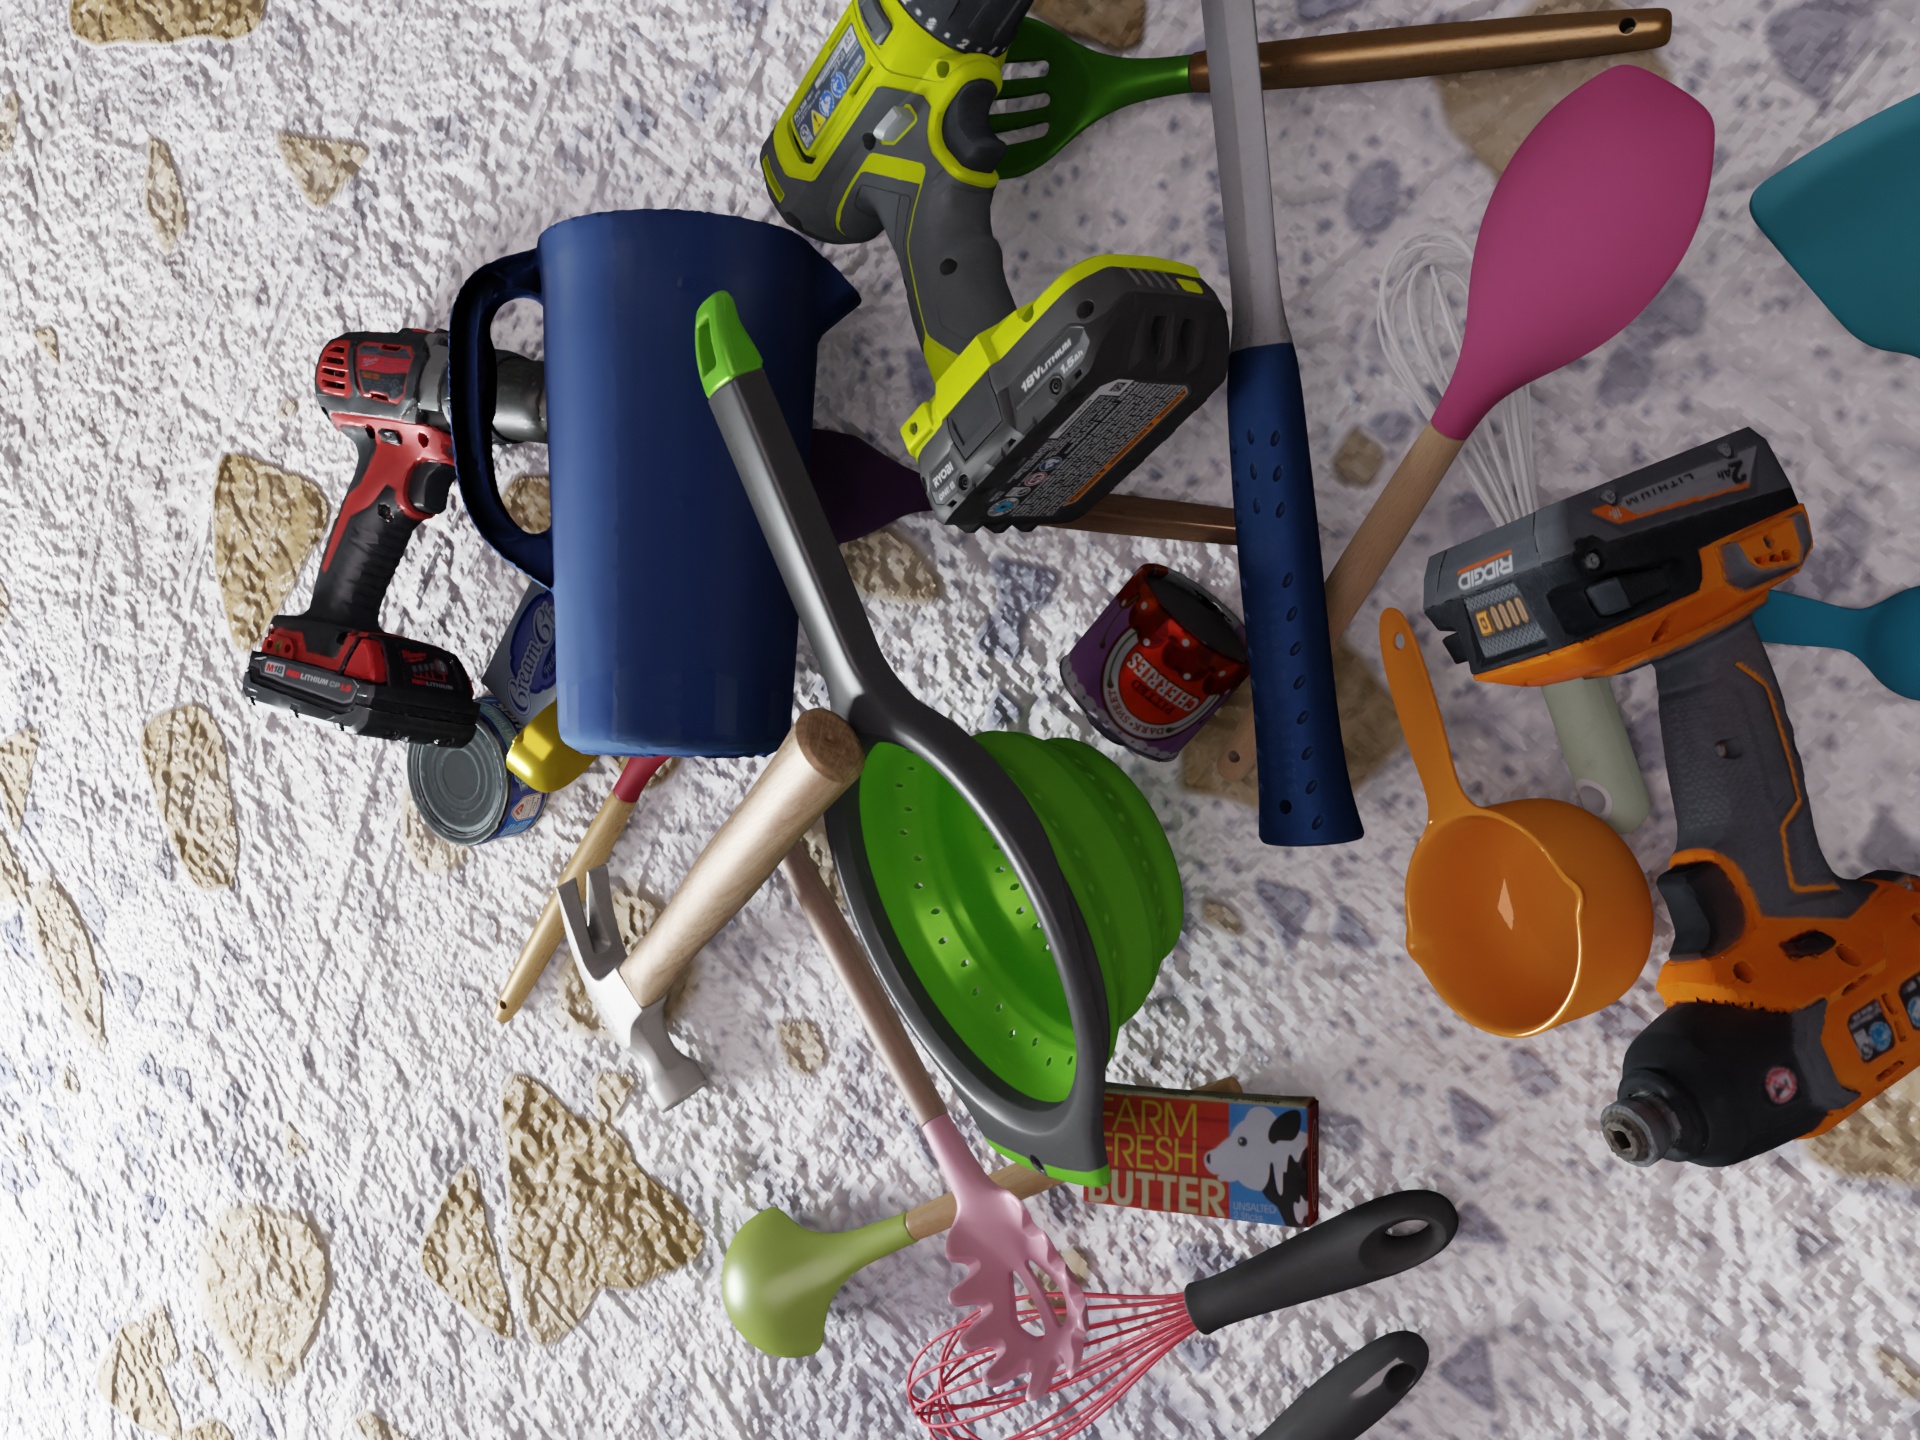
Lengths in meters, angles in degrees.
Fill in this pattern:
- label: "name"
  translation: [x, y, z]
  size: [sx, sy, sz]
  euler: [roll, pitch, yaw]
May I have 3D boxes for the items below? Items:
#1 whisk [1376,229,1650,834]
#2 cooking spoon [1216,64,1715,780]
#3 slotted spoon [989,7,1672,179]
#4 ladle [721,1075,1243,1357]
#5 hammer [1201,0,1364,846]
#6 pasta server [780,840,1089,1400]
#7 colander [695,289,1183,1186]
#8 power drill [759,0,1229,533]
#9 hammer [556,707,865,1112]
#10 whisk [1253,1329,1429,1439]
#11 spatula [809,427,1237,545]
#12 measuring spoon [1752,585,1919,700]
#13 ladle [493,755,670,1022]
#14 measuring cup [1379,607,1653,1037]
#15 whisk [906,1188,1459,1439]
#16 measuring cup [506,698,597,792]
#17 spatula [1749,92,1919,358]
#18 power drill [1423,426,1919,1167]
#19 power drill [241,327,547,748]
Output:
- label: "whisk"
  translation: [0.218, -0.073, 0.615]
  size: [0.246, 0.059, 0.058]
  euler: [71, 160, -1]
- label: "cooking spoon"
  translation: [0.172, -0.089, 0.603]
  size: [0.069, 0.017, 0.318]
  euler: [43, 132, 21]
- label: "slotted spoon"
  translation: [0.121, -0.266, 0.652]
  size: [0.314, 0.031, 0.070]
  euler: [6, 100, 28]
- label: "ladle"
  translation: [0.004, 0.241, 0.792]
  size: [0.320, 0.062, 0.078]
  euler: [-30, 70, 23]
- label: "hammer"
  translation: [0.111, -0.154, 0.618]
  size: [0.144, 0.035, 0.405]
  euler: [-4, 94, 41]
- label: "pasta server"
  translation: [-0.028, 0.169, 0.766]
  size: [0.060, 0.040, 0.316]
  euler: [-37, 66, 12]
- label: "colander"
  translation: [-0.001, -0.002, 0.685]
  size: [0.204, 0.094, 0.397]
  euler: [-11, 103, 64]
- label: "power drill"
  translation: [0.013, -0.209, 0.628]
  size: [0.190, 0.080, 0.229]
  euler: [-41, 64, 44]
- label: "hammer"
  translation: [-0.125, 0.085, 0.775]
  size: [0.130, 0.031, 0.331]
  euler: [54, 141, 10]
- label: "whisk"
  translation: [0.129, 0.354, 0.728]
  size: [0.055, 0.055, 0.239]
  euler: [46, 112, 17]
- label: "spatula"
  translation: [0.012, -0.101, 0.744]
  size: [0.316, 0.018, 0.059]
  euler: [10, 103, 30]
- label: "measuring spoon"
  translation: [0.304, -0.035, 0.579]
  size: [0.129, 0.021, 0.042]
  euler: [14, 104, 29]
- label: "ladle"
  translation: [-0.197, 0.061, 0.886]
  size: [0.069, 0.031, 0.315]
  euler: [42, 117, 17]
- label: "measuring cup"
  translation: [0.211, 0.034, 0.623]
  size: [0.095, 0.052, 0.174]
  euler: [-40, 60, 58]
- label: "whisk"
  translation: [0.093, 0.276, 0.731]
  size: [0.296, 0.073, 0.073]
  euler: [-31, 81, 24]
- label: "measuring cup"
  translation: [-0.188, -0.022, 0.860]
  size: [0.029, 0.062, 0.156]
  euler: [43, 106, 7]
- label: "spatula"
  translation: [0.369, -0.054, 0.526]
  size: [0.082, 0.044, 0.317]
  euler: [-26, 85, 27]
- label: "power drill"
  translation: [0.245, 0.031, 0.537]
  size: [0.084, 0.164, 0.226]
  euler: [-26, 86, 64]
- label: "power drill"
  translation: [-0.293, -0.102, 0.873]
  size: [0.188, 0.080, 0.227]
  euler: [12, 89, 29]
